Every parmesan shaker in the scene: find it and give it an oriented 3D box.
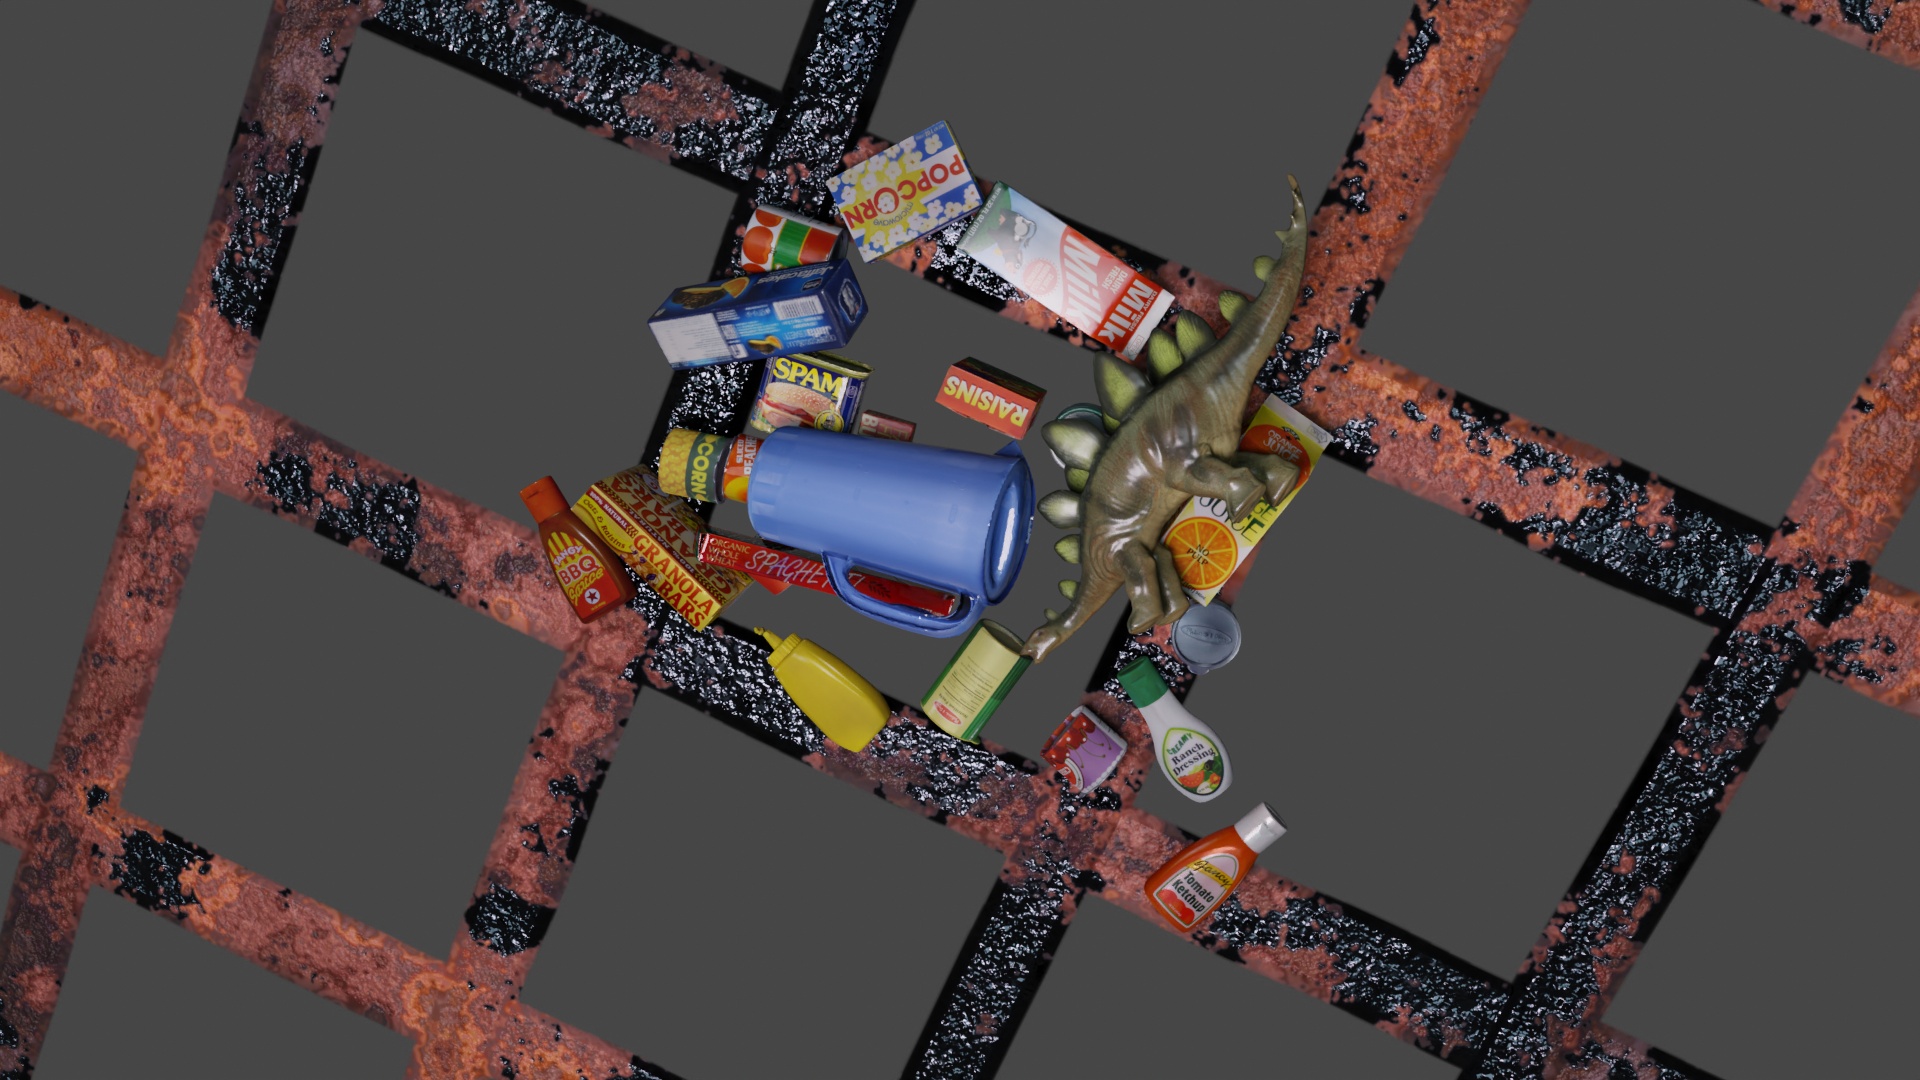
[{"bbox_3d":[0.019,0.136,1.349,0.071,0.071,0.103,36,102,0],"label":"parmesan shaker"}]

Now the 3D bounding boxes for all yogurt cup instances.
[{"bbox_3d":[-0.180,0.016,1.356,0.072,0.072,0.054,-41,101,13],"label":"yogurt cup"}]

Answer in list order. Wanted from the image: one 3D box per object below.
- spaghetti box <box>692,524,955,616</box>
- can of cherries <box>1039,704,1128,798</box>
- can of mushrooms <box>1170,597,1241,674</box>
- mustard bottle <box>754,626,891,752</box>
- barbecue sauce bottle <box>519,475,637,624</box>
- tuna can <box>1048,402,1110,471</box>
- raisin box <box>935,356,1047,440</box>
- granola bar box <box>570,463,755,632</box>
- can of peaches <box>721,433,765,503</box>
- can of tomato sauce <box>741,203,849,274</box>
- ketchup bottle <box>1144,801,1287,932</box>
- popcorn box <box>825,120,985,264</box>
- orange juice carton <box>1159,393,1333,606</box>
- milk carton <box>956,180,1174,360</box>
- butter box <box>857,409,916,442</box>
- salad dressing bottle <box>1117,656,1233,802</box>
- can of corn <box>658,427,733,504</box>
[{"bbox_3d":[-0.129,0.031,1.313,0.250,0.050,0.028,15,96,-18],"label":"spaghetti box"},{"bbox_3d":[0.118,0.204,1.347,0.058,0.071,0.071,41,103,-1],"label":"can of cherries"},{"bbox_3d":[0.233,0.090,1.328,0.071,0.033,0.071,1,101,7],"label":"can of mushrooms"},{"bbox_3d":[-0.142,0.138,1.380,0.160,0.049,0.065,44,103,-1],"label":"mustard bottle"},{"bbox_3d":[-0.388,0.007,1.392,0.065,0.044,0.148,-29,95,13],"label":"barbecue sauce bottle"},{"bbox_3d":[0.119,-0.096,1.310,0.071,0.033,0.071,2,101,8],"label":"tuna can"},{"bbox_3d":[0.030,-0.131,1.269,0.086,0.123,0.040,25,103,2],"label":"raisin box"},{"bbox_3d":[-0.279,0.003,1.335,0.165,0.124,0.039,44,105,-2],"label":"granola bar box"},{"bbox_3d":[-0.192,-0.066,1.339,0.058,0.071,0.071,15,102,4],"label":"can of peaches"},{"bbox_3d":[-0.155,-0.270,1.297,0.083,0.071,0.071,19,103,5],"label":"can of tomato sauce"},{"bbox_3d":[0.253,0.316,1.362,0.148,0.043,0.064,-44,92,12],"label":"ketchup bottle"},{"bbox_3d":[-0.049,-0.322,1.288,0.126,0.038,0.085,-24,97,11],"label":"popcorn box"},{"bbox_3d":[0.255,-0.039,1.281,0.072,0.073,0.192,37,102,1],"label":"orange juice carton"},{"bbox_3d":[0.097,-0.245,1.265,0.190,0.073,0.072,33,103,0],"label":"milk carton"},{"bbox_3d":[-0.081,-0.071,1.346,0.053,0.024,0.103,17,102,5],"label":"butter box"},{"bbox_3d":[0.206,0.182,1.343,0.064,0.044,0.147,-34,94,11],"label":"salad dressing bottle"},{"bbox_3d":[-0.255,-0.073,1.345,0.058,0.071,0.071,12,102,6],"label":"can of corn"}]
